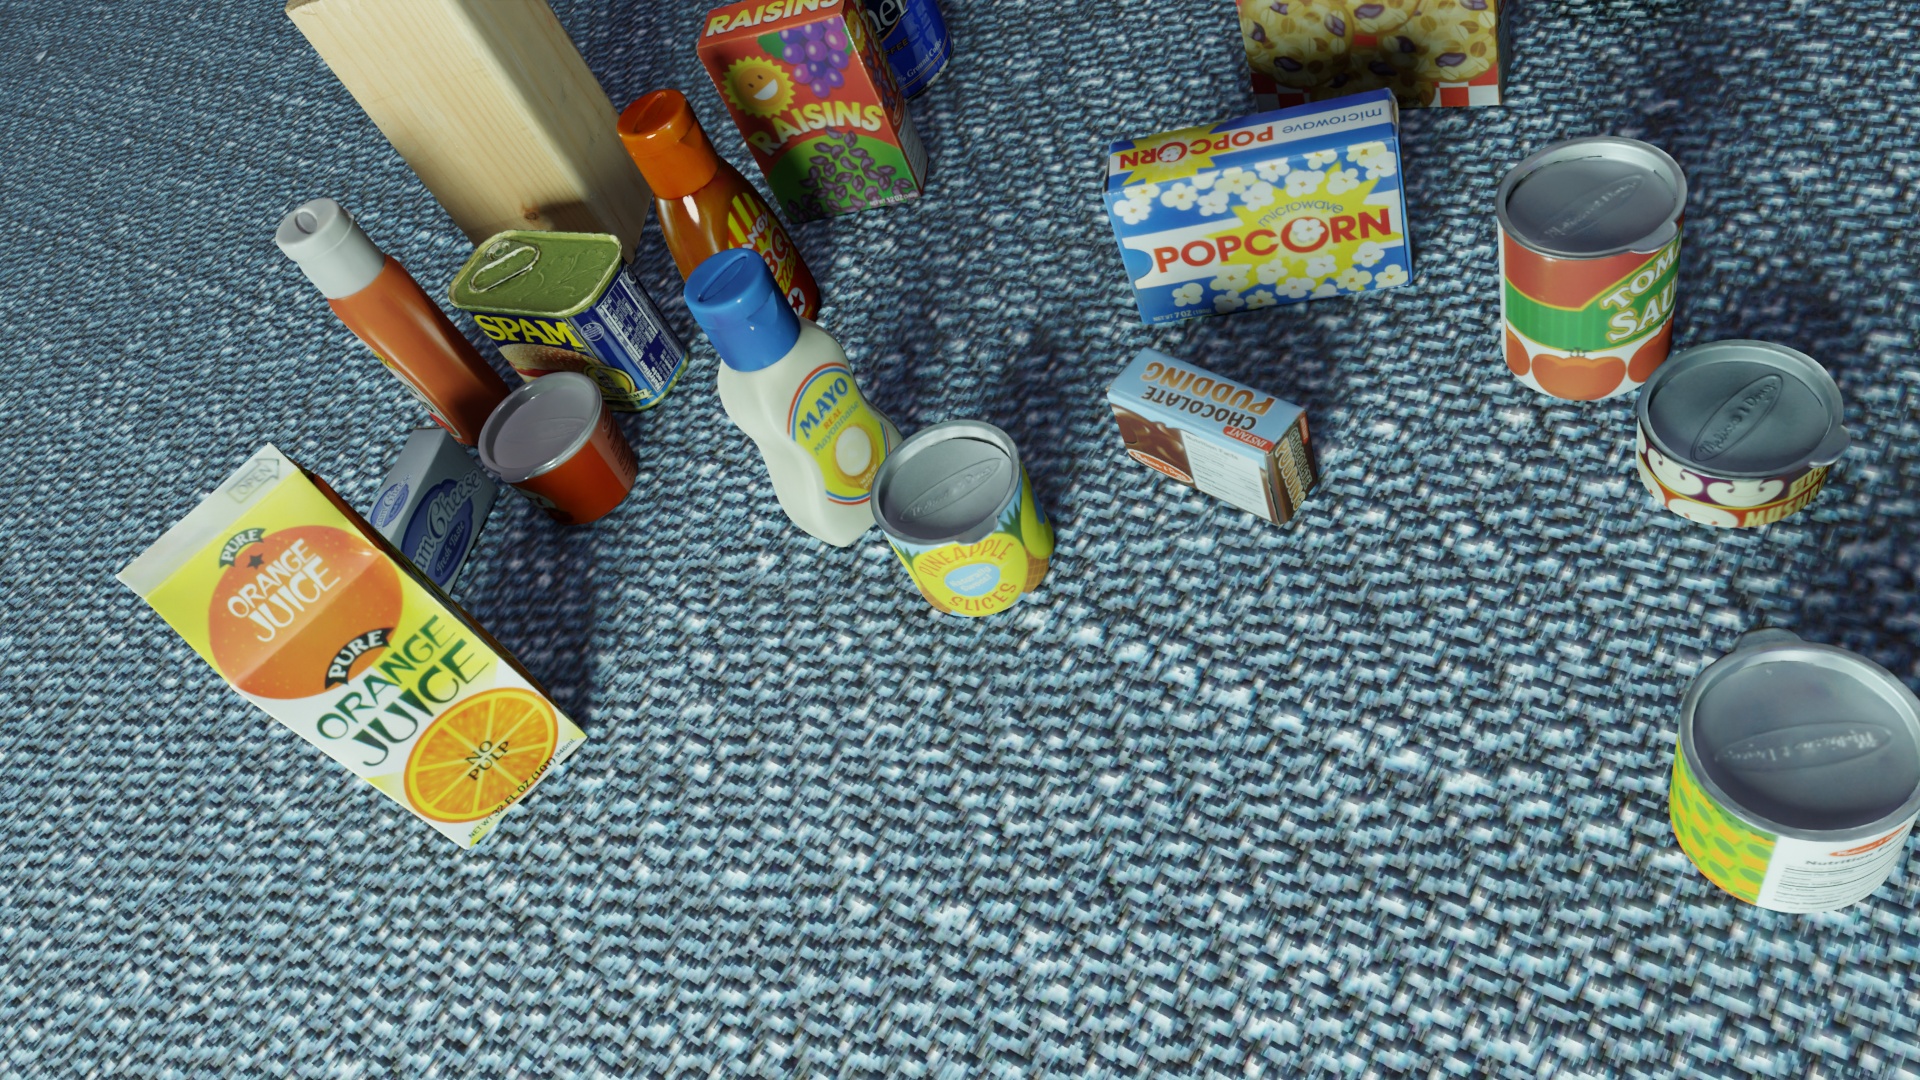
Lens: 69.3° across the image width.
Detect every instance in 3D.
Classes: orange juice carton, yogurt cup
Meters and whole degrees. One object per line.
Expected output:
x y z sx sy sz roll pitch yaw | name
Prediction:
-0.244 0.043 0.569 0.072 0.192 0.073 -45 51 -13 | orange juice carton
-0.202 -0.045 0.711 0.072 0.053 0.073 -11 51 14 | yogurt cup

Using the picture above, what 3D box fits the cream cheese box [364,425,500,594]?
-0.277 -0.002 0.709 0.024 0.053 0.104 0 54 23 | cream cheese box

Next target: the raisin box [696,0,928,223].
-0.078 -0.239 0.763 0.086 0.123 0.040 -7 53 18 | raisin box

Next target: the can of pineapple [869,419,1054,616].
0.002 -0.007 0.595 0.071 0.057 0.071 -11 51 14 | can of pineapple

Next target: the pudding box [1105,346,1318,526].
0.106 -0.045 0.586 0.084 0.049 0.030 28 69 36 | pudding box

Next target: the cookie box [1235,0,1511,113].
0.191 -0.281 0.655 0.123 0.166 0.040 7 58 27 | cookie box

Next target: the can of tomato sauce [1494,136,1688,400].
0.250 -0.105 0.551 0.071 0.082 0.071 -11 51 15 | can of tomato sauce

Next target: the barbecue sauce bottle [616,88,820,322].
-0.122 -0.157 0.701 0.043 0.148 0.065 7 58 27 | barbecue sauce bottle

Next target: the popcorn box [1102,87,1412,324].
0.136 -0.148 0.630 0.126 0.085 0.038 -7 53 18 | popcorn box

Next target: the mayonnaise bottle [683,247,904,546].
-0.071 -0.062 0.608 0.041 0.147 0.065 24 67 35 | mayonnaise bottle

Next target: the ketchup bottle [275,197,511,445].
-0.301 -0.117 0.744 0.043 0.148 0.065 -41 50 -10 | ketchup bottle

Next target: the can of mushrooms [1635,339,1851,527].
0.290 -0.039 0.516 0.071 0.033 0.071 -11 51 14 | can of mushrooms

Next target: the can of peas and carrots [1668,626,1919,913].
0.256 0.071 0.429 0.071 0.058 0.071 -11 51 14 | can of peas and carrots
